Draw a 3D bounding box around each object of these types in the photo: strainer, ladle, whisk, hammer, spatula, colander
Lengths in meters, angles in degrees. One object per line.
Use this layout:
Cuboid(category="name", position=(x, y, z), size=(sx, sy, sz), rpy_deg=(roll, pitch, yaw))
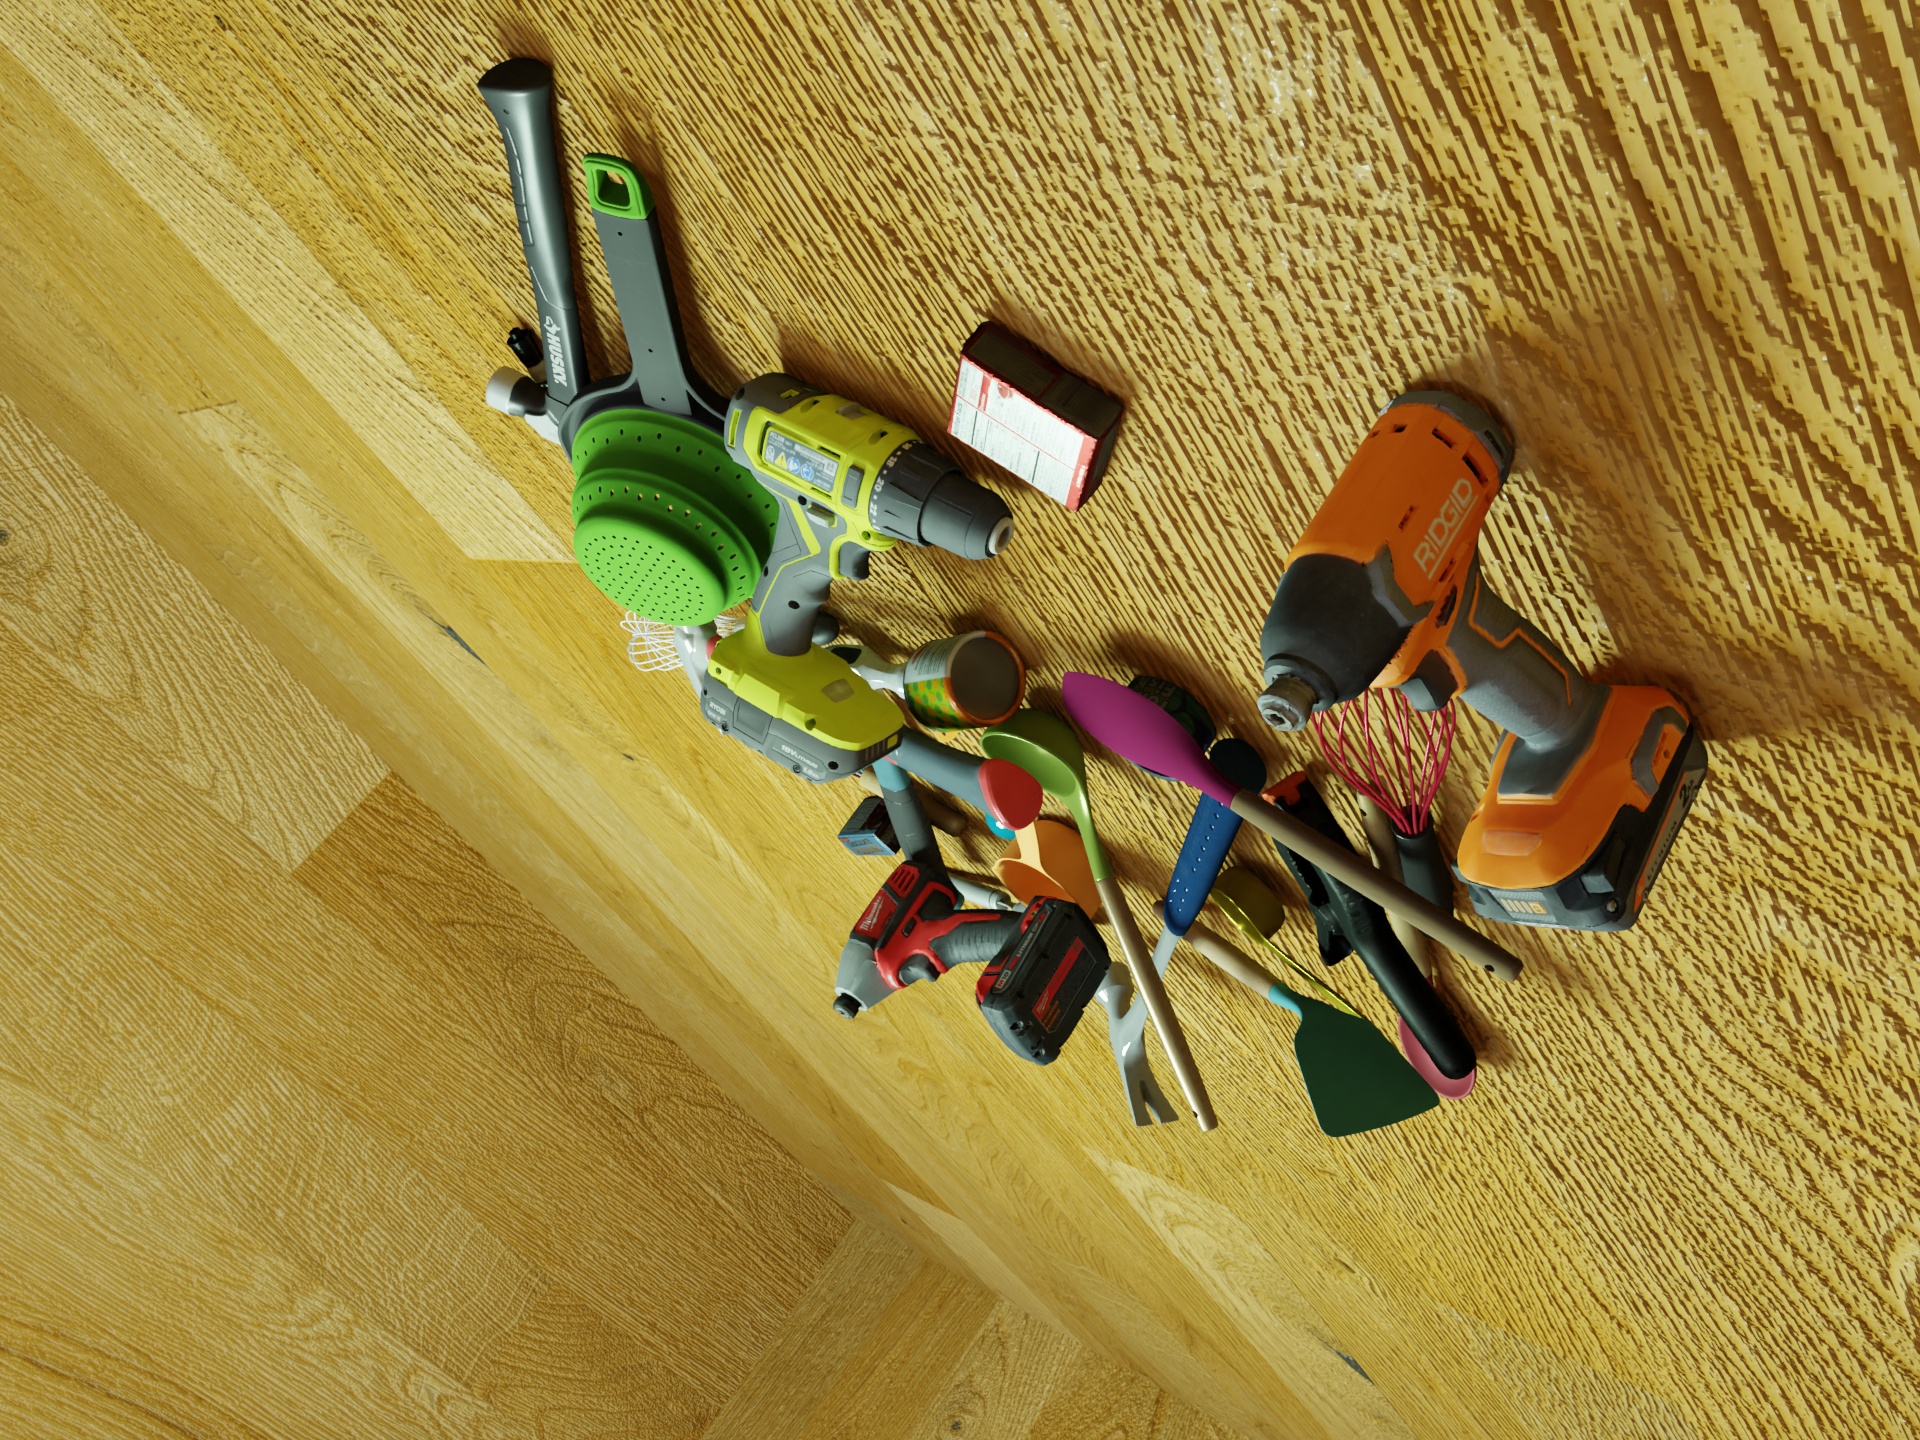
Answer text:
Cuboid(category="strainer", position=(0.039, 0.160, 1.411), size=(0.086, 0.050, 0.259), rpy_deg=(1, -174, -34))
Cuboid(category="ladle", position=(0.100, 0.139, 1.104), size=(0.320, 0.062, 0.078), rpy_deg=(67, 157, 5))
Cuboid(category="whisk", position=(-0.103, 0.040, 1.397), size=(0.245, 0.047, 0.051), rpy_deg=(28, 154, 15))
Cuboid(category="hammer", position=(-0.083, 0.007, 1.146), size=(0.387, 0.038, 0.143), rpy_deg=(25, 146, 42))
Cuboid(category="whisk", position=(0.247, 0.047, 0.880), size=(0.073, 0.073, 0.295), rpy_deg=(21, 156, 35))
Cuboid(category="hammer", position=(0.154, 0.153, 1.133), size=(0.405, 0.035, 0.144), rpy_deg=(99, 161, -53))
Cuboid(category="hammer", position=(-0.259, -0.283, 1.027), size=(0.146, 0.035, 0.334), rpy_deg=(26, 153, 7))
Cuboid(category="spatula", position=(0.207, 0.190, 1.107), size=(0.318, 0.082, 0.044), rpy_deg=(-146, 46, -67))
Cuboid(category="whisk", position=(-0.191, -0.075, 1.306), size=(0.285, 0.070, 0.070), rpy_deg=(2, 138, 47))
Cuboid(category="hammer", position=(-0.050, 0.059, 1.311), size=(0.128, 0.033, 0.330), rpy_deg=(13, 143, 27))
Cuboid(category="ladle", position=(0.293, 0.147, 1.033), size=(0.069, 0.031, 0.315), rpy_deg=(34, 158, 46))
Cuboid(category="colander", position=(-0.199, -0.175, 1.021), size=(0.204, 0.095, 0.396), rpy_deg=(16, 149, 12))

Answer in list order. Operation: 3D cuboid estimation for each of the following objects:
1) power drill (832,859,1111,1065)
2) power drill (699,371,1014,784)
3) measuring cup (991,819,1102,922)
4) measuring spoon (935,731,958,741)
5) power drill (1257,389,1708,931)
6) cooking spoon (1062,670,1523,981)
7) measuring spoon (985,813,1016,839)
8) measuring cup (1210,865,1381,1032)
Cuboid(category="power drill", position=(-0.003, 0.192, 1.266), size=(0.220, 0.143, 0.078), rpy_deg=(7, 143, 44))
Cuboid(category="power drill", position=(-0.071, -0.080, 0.986), size=(0.191, 0.080, 0.228), rpy_deg=(29, 122, 22))
Cuboid(category="measuring cup", position=(0.070, 0.094, 1.232), size=(0.095, 0.052, 0.173), rpy_deg=(26, 152, 28))
Cuboid(category="measuring spoon", position=(-0.002, -0.004, 1.211), size=(0.021, 0.011, 0.117), rpy_deg=(53, 160, 4))
Cuboid(category="power drill", position=(0.219, -0.007, 0.687), size=(0.226, 0.164, 0.084), rpy_deg=(47, 155, -23))
Cuboid(category="cooking spoon", position=(0.184, 0.059, 0.935), size=(0.319, 0.017, 0.068), rpy_deg=(33, 150, 25))
Cuboid(category="measuring spoon", position=(0.003, 0.056, 1.294), size=(0.128, 0.021, 0.042), rpy_deg=(40, 157, -6))
Cuboid(category="measuring cup", position=(0.234, 0.155, 1.088), size=(0.157, 0.029, 0.062), rpy_deg=(41, 170, 30))
